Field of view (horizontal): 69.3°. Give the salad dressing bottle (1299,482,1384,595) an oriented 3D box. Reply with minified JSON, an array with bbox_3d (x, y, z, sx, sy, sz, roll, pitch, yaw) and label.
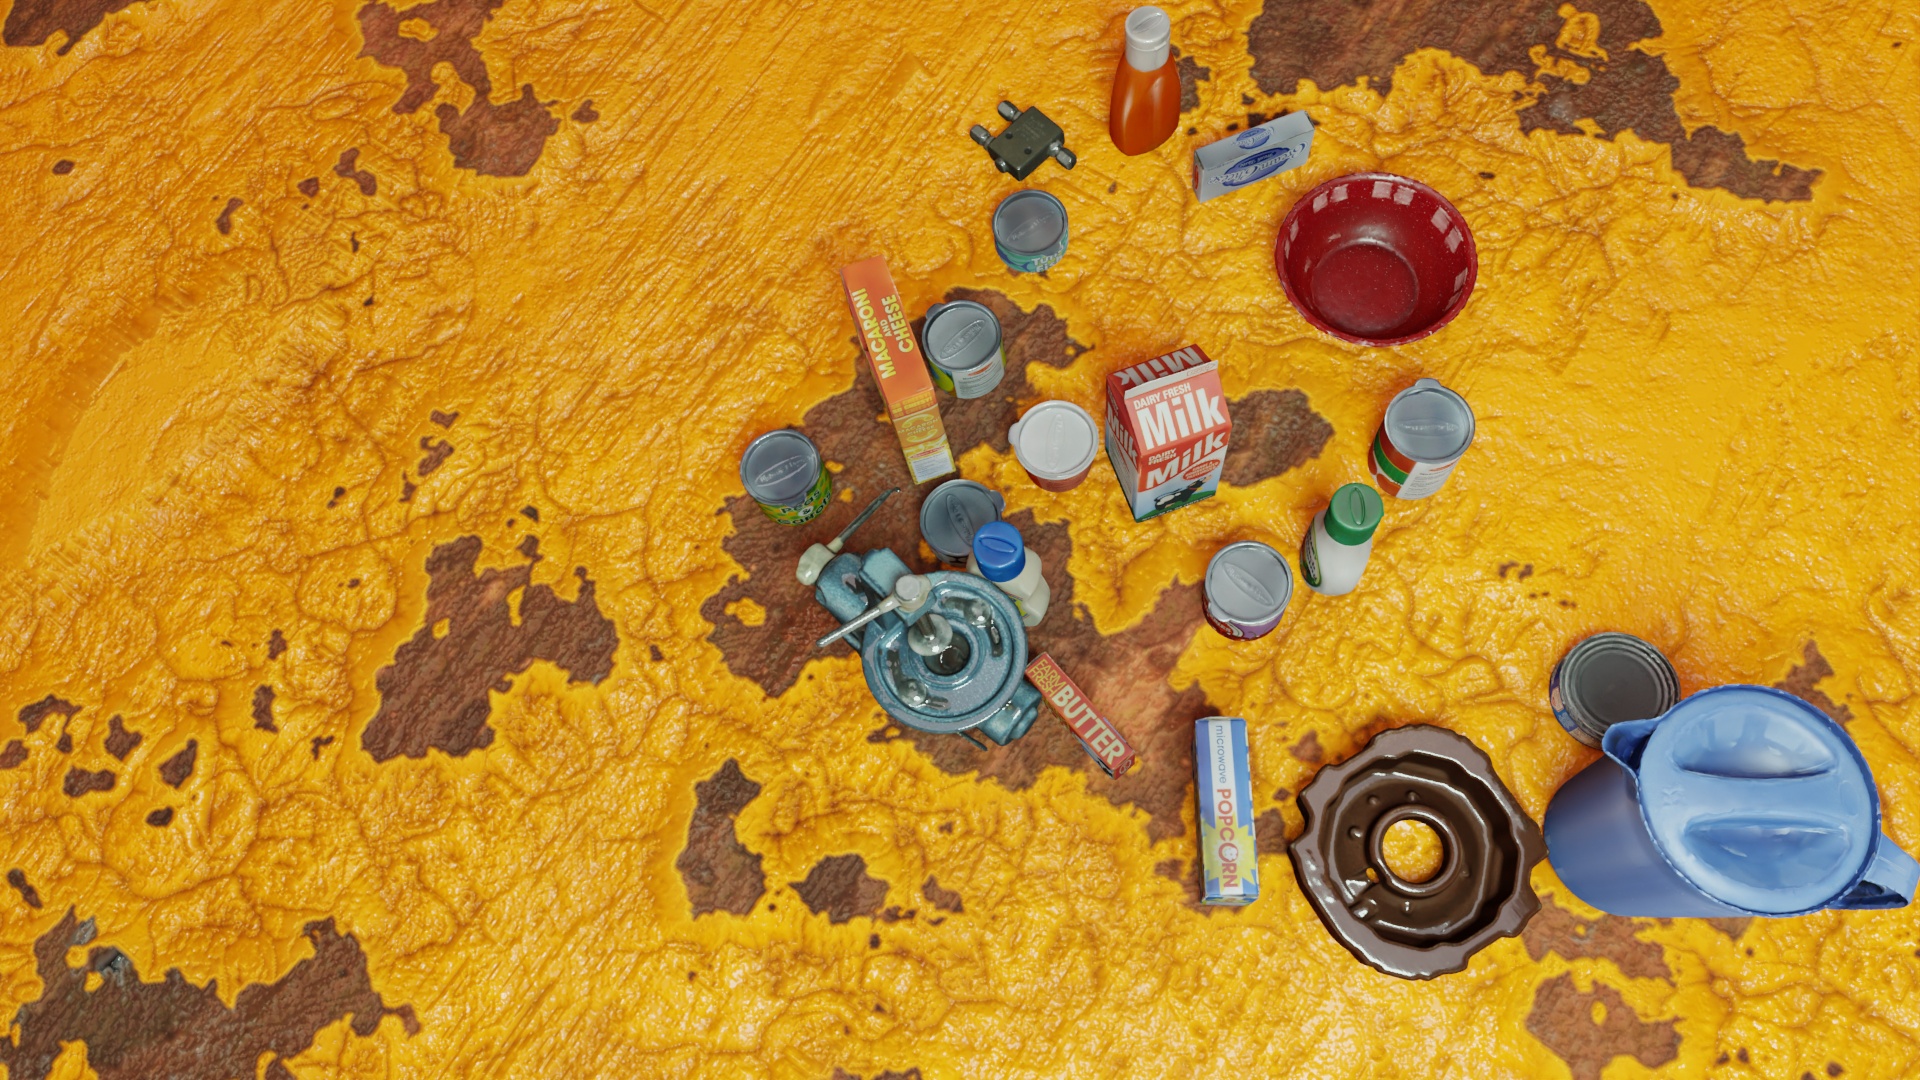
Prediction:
[{"bbox_3d":[0.284,-0.002,1.034,0.044,0.147,0.064,-2,72,5],"label":"salad dressing bottle"}]

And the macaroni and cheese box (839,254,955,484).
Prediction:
[{"bbox_3d":[-0.048,-0.131,1.102,0.040,0.166,0.124,-20,71,-1],"label":"macaroni and cheese box"}]

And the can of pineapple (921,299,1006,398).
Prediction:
[{"bbox_3d":[0.003,-0.161,1.165,0.071,0.057,0.071,-2,71,5],"label":"can of pineapple"}]

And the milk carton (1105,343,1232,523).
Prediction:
[{"bbox_3d":[0.155,-0.085,1.053,0.072,0.190,0.073,-20,71,-1],"label":"milk carton"}]

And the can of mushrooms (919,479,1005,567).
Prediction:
[{"bbox_3d":[0.004,-0.014,1.128,0.071,0.033,0.071,-2,71,5],"label":"can of mushrooms"}]

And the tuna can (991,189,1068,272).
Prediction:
[{"bbox_3d":[0.063,-0.267,1.208,0.071,0.032,0.071,-2,71,5],"label":"tuna can"}]

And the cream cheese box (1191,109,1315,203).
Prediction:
[{"bbox_3d":[0.251,-0.331,1.199,0.104,0.053,0.024,-21,71,-1],"label":"cream cheese box"}]

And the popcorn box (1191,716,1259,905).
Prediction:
[{"bbox_3d":[0.191,0.198,1.008,0.038,0.085,0.127,-2,71,5],"label":"popcorn box"}]

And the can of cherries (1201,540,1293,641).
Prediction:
[{"bbox_3d":[0.218,0.041,1.073,0.071,0.058,0.071,-2,71,5],"label":"can of cherries"}]

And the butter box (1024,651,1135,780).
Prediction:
[{"bbox_3d":[0.090,0.134,1.058,0.024,0.053,0.103,-40,72,-7],"label":"butter box"}]

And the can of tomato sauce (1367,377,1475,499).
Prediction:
[{"bbox_3d":[0.358,-0.078,1.086,0.071,0.083,0.071,-2,71,5],"label":"can of tomato sauce"}]

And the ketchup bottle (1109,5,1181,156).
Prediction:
[{"bbox_3d":[0.158,-0.390,1.179,0.065,0.148,0.043,-33,72,-5],"label":"ketchup bottle"}]

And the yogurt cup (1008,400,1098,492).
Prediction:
[{"bbox_3d":[0.079,-0.073,1.129,0.072,0.053,0.072,-2,71,5],"label":"yogurt cup"}]

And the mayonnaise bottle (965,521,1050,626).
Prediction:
[{"bbox_3d":[0.033,0.026,1.050,0.065,0.147,0.041,16,74,11],"label":"mayonnaise bottle"}]

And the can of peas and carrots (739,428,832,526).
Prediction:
[{"bbox_3d":[-0.141,-0.049,1.141,0.071,0.058,0.071,-2,71,5],"label":"can of peas and carrots"}]
